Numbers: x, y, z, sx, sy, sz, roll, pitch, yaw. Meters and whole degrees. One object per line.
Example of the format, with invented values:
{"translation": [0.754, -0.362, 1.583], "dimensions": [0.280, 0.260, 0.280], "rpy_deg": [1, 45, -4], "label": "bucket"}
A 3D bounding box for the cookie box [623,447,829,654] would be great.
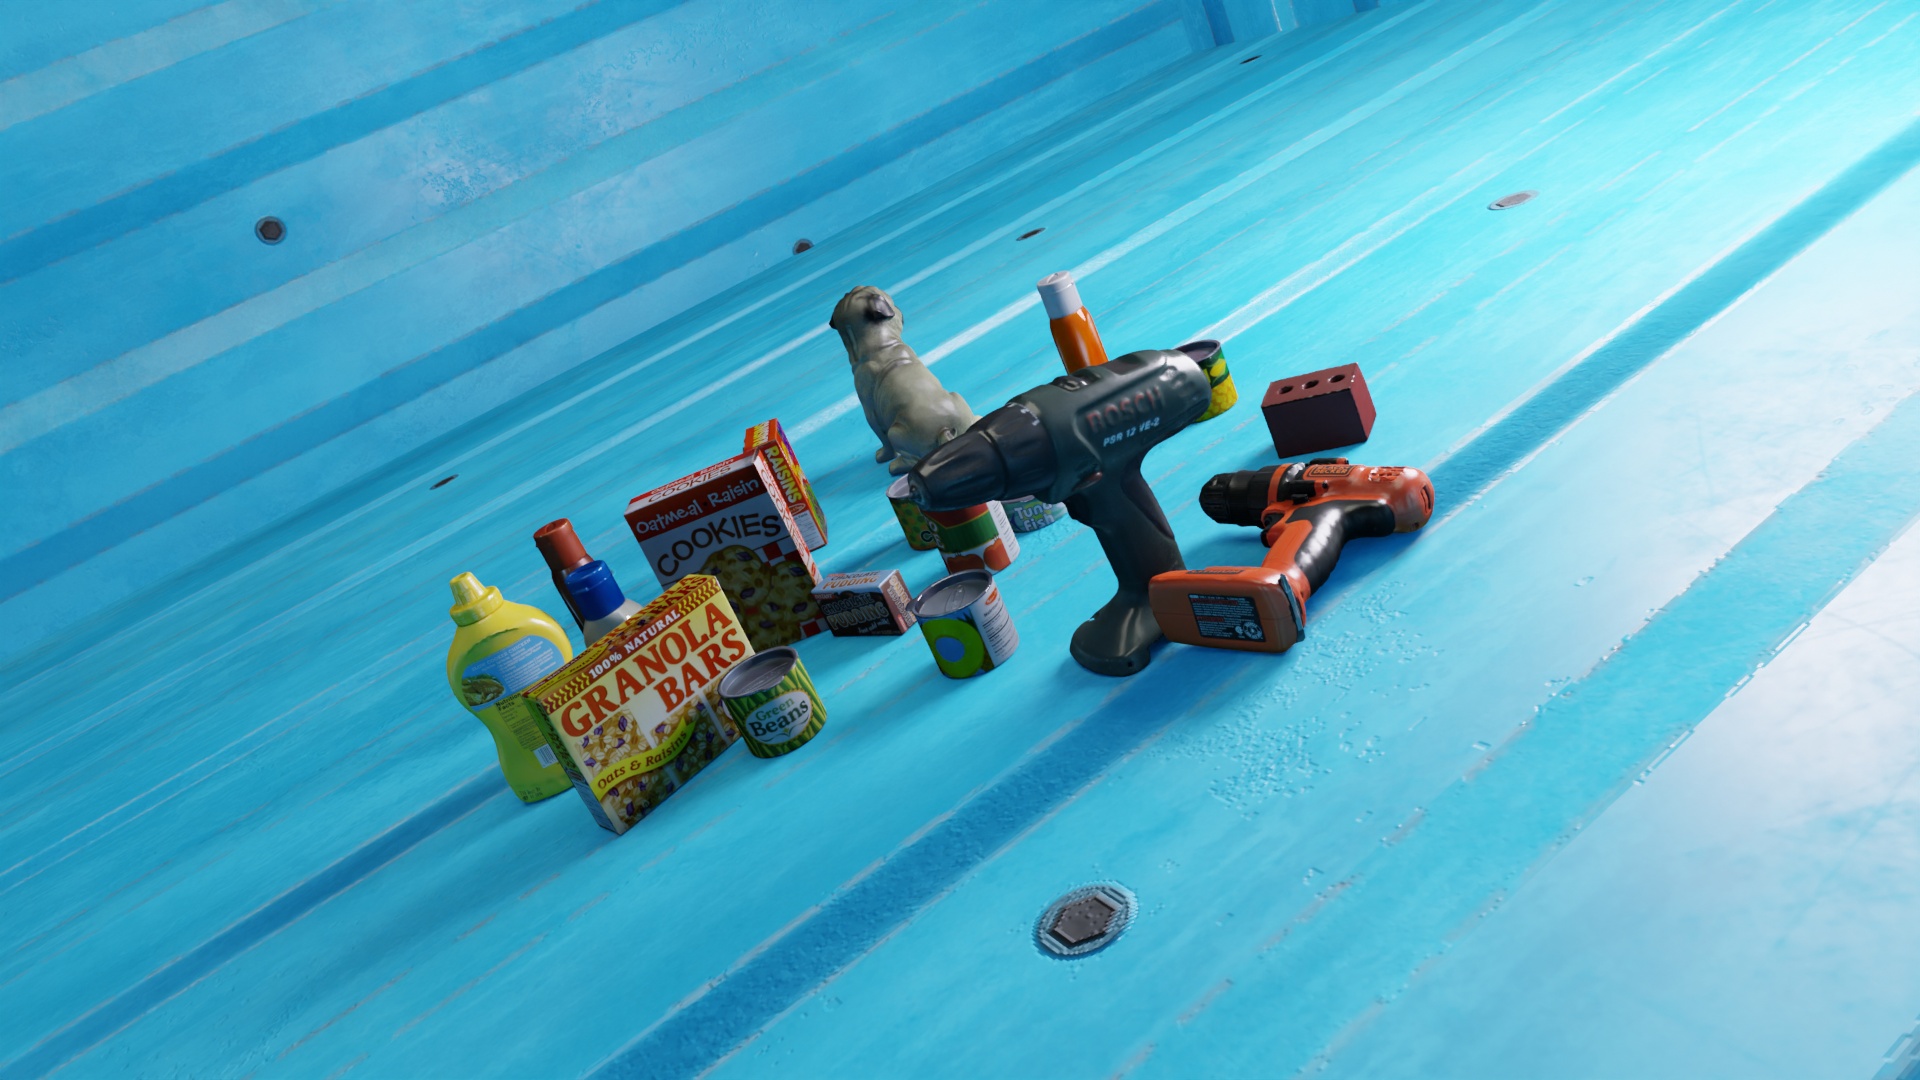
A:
{"translation": [-0.197, 0.019, 1.201], "dimensions": [0.123, 0.167, 0.040], "rpy_deg": [-21, 21, 6], "label": "cookie box"}

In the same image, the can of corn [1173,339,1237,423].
{"translation": [0.223, -0.150, 1.317], "dimensions": [0.071, 0.058, 0.071], "rpy_deg": [-20, 21, 8], "label": "can of corn"}

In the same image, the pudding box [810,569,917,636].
{"translation": [-0.080, 0.052, 1.164], "dimensions": [0.083, 0.049, 0.030], "rpy_deg": [-5, 28, 40], "label": "pudding box"}

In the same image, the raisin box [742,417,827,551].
{"translation": [-0.179, -0.055, 1.417], "dimensions": [0.040, 0.123, 0.086], "rpy_deg": [-23, 21, 2], "label": "raisin box"}

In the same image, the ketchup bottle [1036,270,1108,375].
{"translation": [0.121, -0.200, 1.417], "dimensions": [0.043, 0.148, 0.065], "rpy_deg": [-15, 23, 23], "label": "ketchup bottle"}

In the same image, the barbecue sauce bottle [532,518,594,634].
{"translation": [-0.353, 0.051, 1.312], "dimensions": [0.044, 0.148, 0.065], "rpy_deg": [-26, 21, -6], "label": "barbecue sauce bottle"}

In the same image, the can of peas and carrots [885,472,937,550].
{"translation": [-0.028, -0.031, 1.294], "dimensions": [0.071, 0.058, 0.071], "rpy_deg": [-20, 21, 8], "label": "can of peas and carrots"}

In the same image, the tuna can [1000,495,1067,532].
{"translation": [0.065, -0.036, 1.246], "dimensions": [0.071, 0.032, 0.071], "rpy_deg": [-20, 21, 8], "label": "tuna can"}

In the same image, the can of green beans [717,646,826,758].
{"translation": [-0.142, 0.122, 1.052], "dimensions": [0.071, 0.057, 0.071], "rpy_deg": [-20, 21, 8], "label": "can of green beans"}

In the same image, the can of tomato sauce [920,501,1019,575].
{"translation": [0.004, -0.015, 1.190], "dimensions": [0.071, 0.083, 0.071], "rpy_deg": [-20, 21, 8], "label": "can of tomato sauce"}

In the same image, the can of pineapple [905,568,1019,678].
{"translation": [0.003, 0.063, 1.044], "dimensions": [0.071, 0.057, 0.071], "rpy_deg": [-20, 21, 8], "label": "can of pineapple"}

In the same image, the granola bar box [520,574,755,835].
{"translation": [-0.231, 0.121, 1.055], "dimensions": [0.039, 0.123, 0.166], "rpy_deg": [1, 32, 48], "label": "granola bar box"}

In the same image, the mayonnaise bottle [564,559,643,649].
{"translation": [-0.276, 0.087, 1.149], "dimensions": [0.064, 0.147, 0.041], "rpy_deg": [-18, 22, 15], "label": "mayonnaise bottle"}
